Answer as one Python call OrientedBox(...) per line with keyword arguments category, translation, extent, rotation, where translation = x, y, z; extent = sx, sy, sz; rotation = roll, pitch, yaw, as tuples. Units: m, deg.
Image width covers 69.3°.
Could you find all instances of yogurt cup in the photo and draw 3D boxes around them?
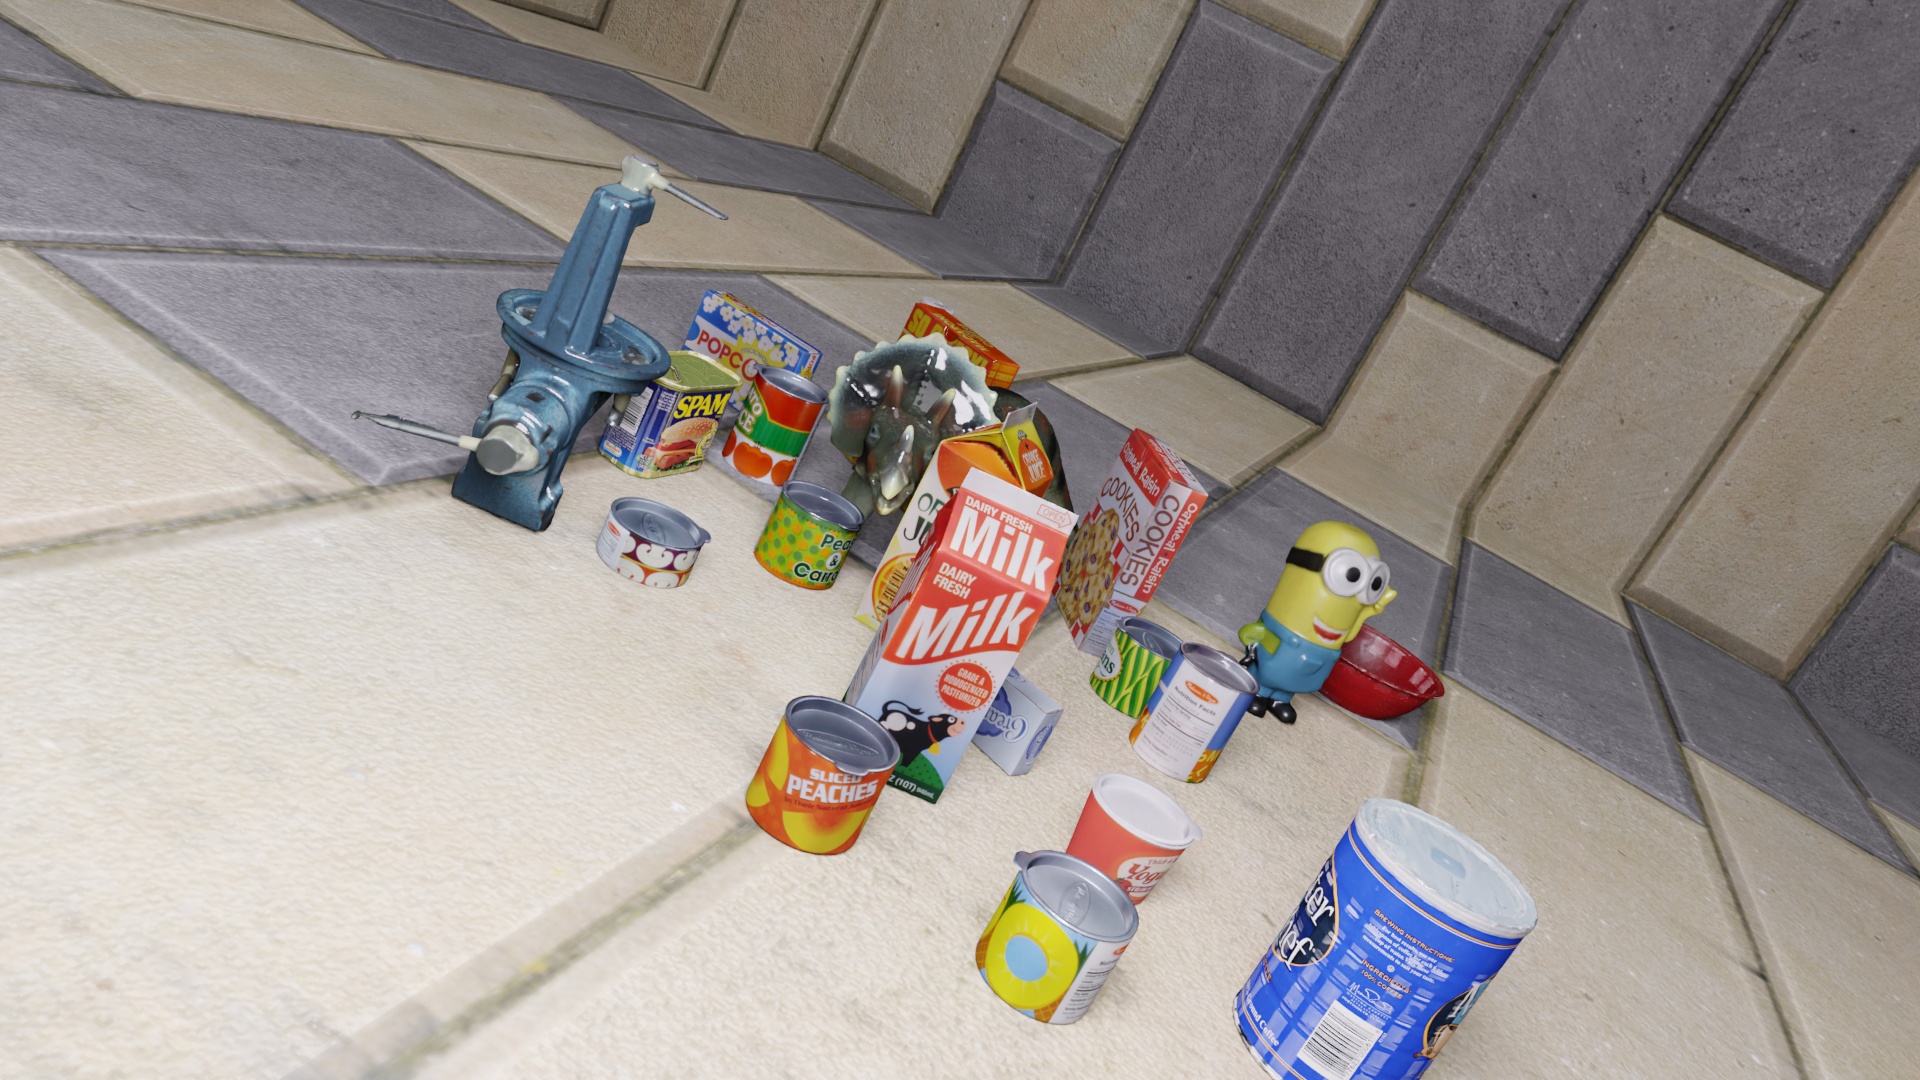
OrientedBox(category="yogurt cup", translation=(0.099, 0.180, 0.833), extent=(0.072, 0.053, 0.072), rotation=(24, 18, -8))

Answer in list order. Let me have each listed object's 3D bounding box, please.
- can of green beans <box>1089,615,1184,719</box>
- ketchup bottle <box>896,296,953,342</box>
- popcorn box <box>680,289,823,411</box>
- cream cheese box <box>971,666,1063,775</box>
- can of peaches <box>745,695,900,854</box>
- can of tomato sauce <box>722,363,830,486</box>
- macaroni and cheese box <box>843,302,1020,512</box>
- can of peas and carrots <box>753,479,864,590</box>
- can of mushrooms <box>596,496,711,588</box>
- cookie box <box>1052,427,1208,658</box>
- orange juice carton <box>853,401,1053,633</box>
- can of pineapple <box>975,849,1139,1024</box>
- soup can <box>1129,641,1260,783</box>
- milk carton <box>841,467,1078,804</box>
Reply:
OrientedBox(category="can of green beans", translation=(0.143, 0.102, 1.099), extent=(0.071, 0.057, 0.071), rotation=(24, 18, -8))
OrientedBox(category="ketchup bottle", translation=(-0.055, -0.179, 1.438), extent=(0.043, 0.148, 0.065), rotation=(29, 18, 7))
OrientedBox(category="popcorn box", translation=(-0.201, -0.171, 1.319), extent=(0.127, 0.085, 0.038), rotation=(34, 19, 20))
OrientedBox(category="cream cheese box", translation=(0.016, 0.104, 0.925), extent=(0.104, 0.053, 0.024), rotation=(38, 21, 31))
OrientedBox(category="can of peaches", translation=(-0.074, 0.126, 0.739), extent=(0.071, 0.058, 0.071), rotation=(24, 18, -8))
OrientedBox(category="can of tomato sauce", translation=(-0.160, -0.098, 1.184), extent=(0.071, 0.082, 0.071), rotation=(24, 18, -8))
OrientedBox(category="macaroni and cheese box", translation=(-0.030, -0.118, 1.282), extent=(0.040, 0.166, 0.124), rotation=(7, 26, -46))
OrientedBox(category="can of peas and carrots", translation=(-0.111, -0.003, 1.032), extent=(0.071, 0.058, 0.071), rotation=(24, 18, -8))
OrientedBox(category="can of mushrooms", translation=(-0.206, 0.002, 0.931), extent=(0.071, 0.033, 0.071), rotation=(24, 18, -8))
OrientedBox(category="cookie box", translation=(0.140, 0.001, 1.190), extent=(0.040, 0.167, 0.123), rotation=(21, 19, -17))
OrientedBox(category="orange juice carton", translation=(0.004, -0.013, 1.003), extent=(0.073, 0.192, 0.072), rotation=(31, 18, 12))
OrientedBox(category="can of pineapple", translation=(0.047, 0.200, 0.705), extent=(0.071, 0.057, 0.071), rotation=(24, 18, -8))
OrientedBox(category="soup can", translation=(0.174, 0.127, 1.031), extent=(0.071, 0.083, 0.071), rotation=(24, 18, -8))
OrientedBox(category="milk carton", translation=(-0.004, 0.052, 0.823), extent=(0.072, 0.190, 0.074), rotation=(24, 18, -8))
